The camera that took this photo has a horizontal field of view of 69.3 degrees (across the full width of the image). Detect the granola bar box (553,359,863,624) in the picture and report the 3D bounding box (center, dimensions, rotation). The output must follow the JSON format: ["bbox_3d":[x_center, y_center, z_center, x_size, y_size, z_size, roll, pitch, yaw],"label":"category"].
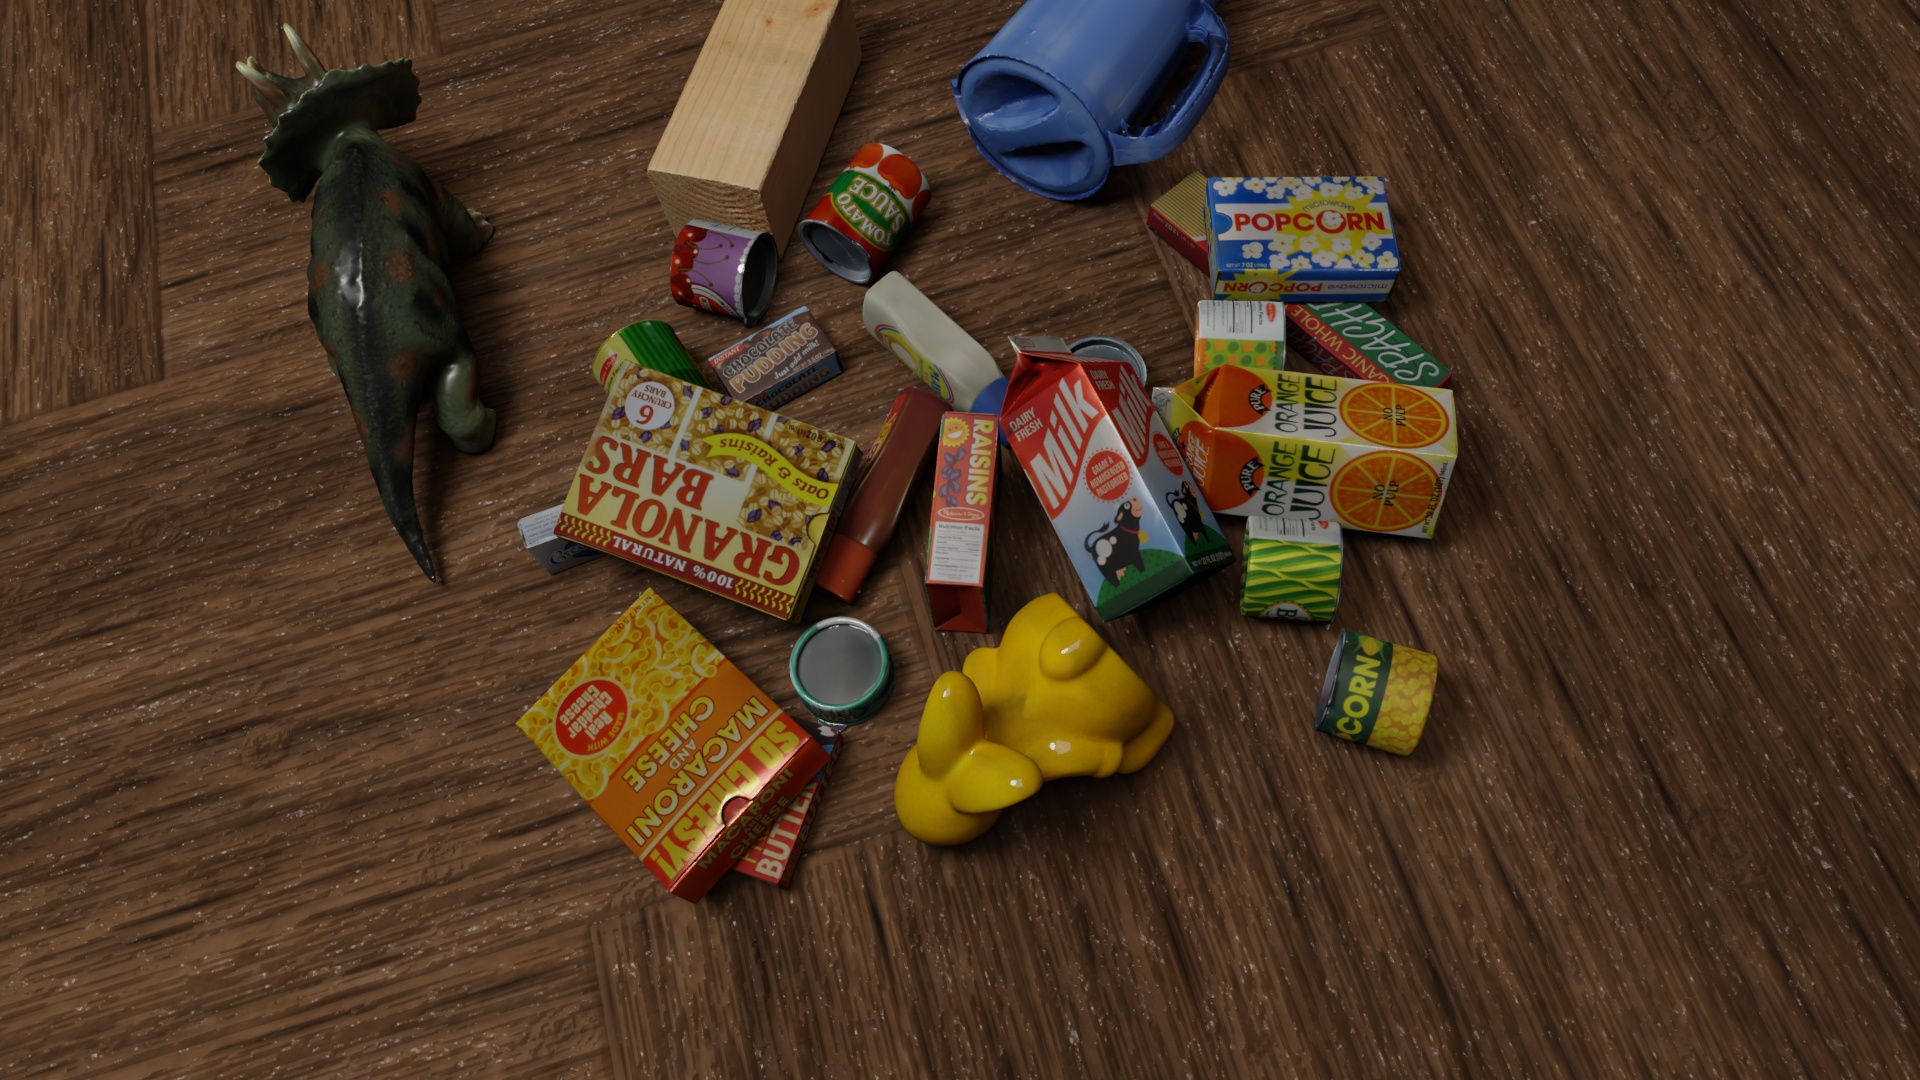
[{"bbox_3d":[-0.163,-0.032,0.904,0.166,0.039,0.124,20,83,5],"label":"granola bar box"}]

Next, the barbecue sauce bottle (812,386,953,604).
[{"bbox_3d":[-0.055,-0.029,0.942,0.044,0.064,0.149,28,79,-3],"label":"barbecue sauce bottle"}]

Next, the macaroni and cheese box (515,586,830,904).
[{"bbox_3d":[-0.183,0.126,0.874,0.167,0.040,0.124,37,78,29],"label":"macaroni and cheese box"}]

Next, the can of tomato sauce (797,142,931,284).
[{"bbox_3d":[-0.069,-0.244,1.034,0.071,0.071,0.083,28,71,16],"label":"can of tomato sauce"}]

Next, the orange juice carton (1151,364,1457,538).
[{"bbox_3d":[0.220,-0.062,0.914,0.193,0.071,0.073,8,44,8],"label":"orange juice carton"}]

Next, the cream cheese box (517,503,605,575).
[{"bbox_3d":[-0.244,-0.013,0.953,0.104,0.053,0.024,-21,68,-4],"label":"cream cheese box"}]

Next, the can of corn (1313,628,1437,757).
[{"bbox_3d":[0.255,0.094,0.852,0.058,0.071,0.071,16,68,11],"label":"can of corn"}]

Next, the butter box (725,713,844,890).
[{"bbox_3d":[-0.117,0.163,0.879,0.053,0.024,0.104,15,68,12],"label":"butter box"}]

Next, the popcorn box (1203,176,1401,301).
[{"bbox_3d":[0.238,-0.212,0.977,0.127,0.038,0.085,0,63,0],"label":"popcorn box"}]

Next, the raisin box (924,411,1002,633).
[{"bbox_3d":[0.003,-0.011,0.913,0.040,0.085,0.124,4,66,6],"label":"raisin box"}]

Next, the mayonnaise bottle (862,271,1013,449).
[{"bbox_3d":[-0.006,-0.124,0.980,0.041,0.064,0.148,-42,72,-15],"label":"mayonnaise bottle"}]

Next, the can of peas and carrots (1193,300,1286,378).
[{"bbox_3d":[0.193,-0.131,0.964,0.059,0.070,0.071,2,66,7],"label":"can of peas and carrots"}]

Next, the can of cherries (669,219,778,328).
[{"bbox_3d":[-0.175,-0.197,1.024,0.058,0.071,0.072,14,68,11],"label":"can of cherries"}]

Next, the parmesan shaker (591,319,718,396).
[{"bbox_3d":[-0.207,-0.096,0.983,0.071,0.071,0.103,-34,68,-10],"label":"parmesan shaker"}]

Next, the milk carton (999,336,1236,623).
[{"bbox_3d":[0.091,-0.050,0.895,0.073,0.072,0.191,-33,77,32],"label":"milk carton"}]

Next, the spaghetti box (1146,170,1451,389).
[{"bbox_3d":[0.240,-0.175,0.998,0.050,0.028,0.250,-40,68,-14],"label":"spaghetti box"}]

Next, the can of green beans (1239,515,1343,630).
[{"bbox_3d":[0.212,0.019,0.892,0.058,0.071,0.071,4,66,8],"label":"can of green beans"}]

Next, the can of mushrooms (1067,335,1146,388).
[{"bbox_3d":[0.098,-0.106,0.976,0.071,0.033,0.071,-2,65,4],"label":"can of mushrooms"}]

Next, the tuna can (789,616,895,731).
[{"bbox_3d":[-0.078,0.087,0.905,0.071,0.032,0.071,-2,65,4],"label":"tuna can"}]

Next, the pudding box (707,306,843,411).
[{"bbox_3d":[-0.134,-0.128,1.008,0.084,0.030,0.050,-30,66,-9],"label":"pudding box"}]
